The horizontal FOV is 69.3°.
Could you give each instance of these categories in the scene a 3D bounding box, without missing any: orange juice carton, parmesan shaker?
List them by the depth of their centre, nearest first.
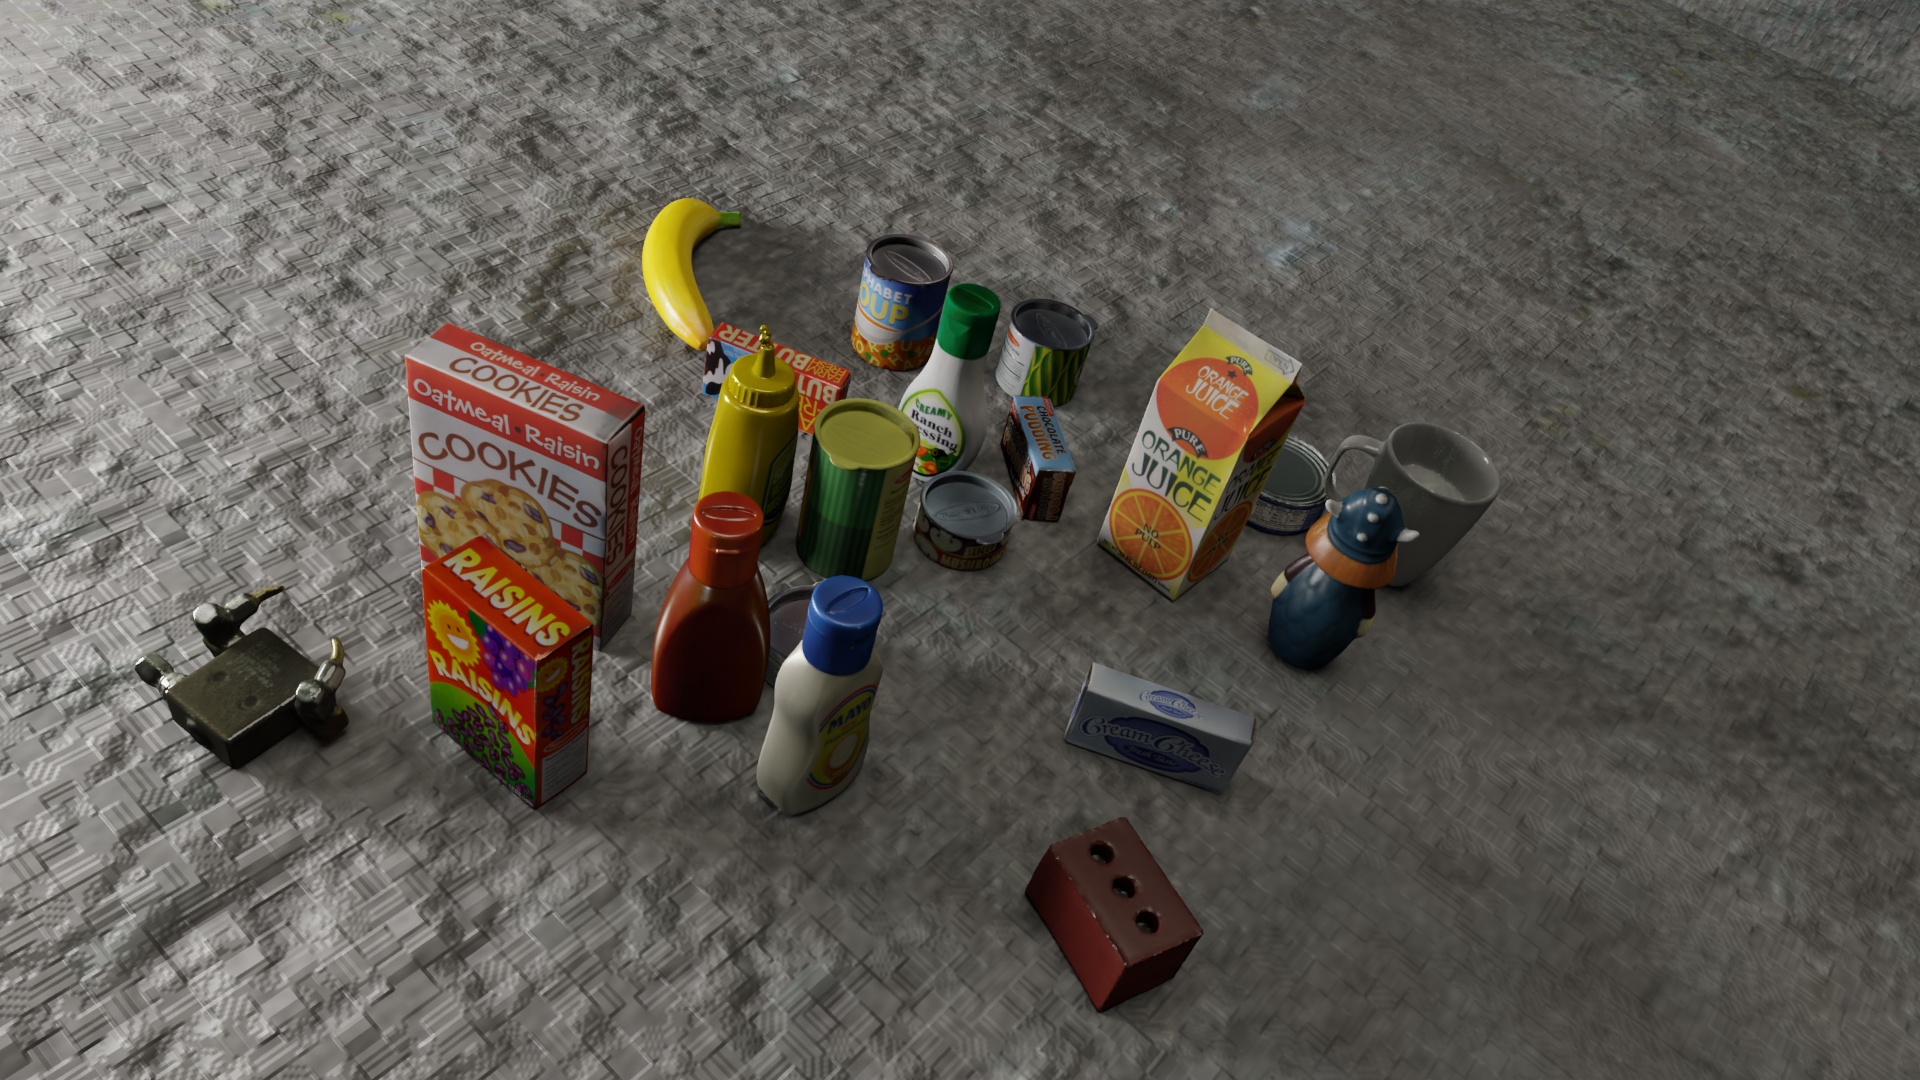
[{"bbox_3d":[-0.069,-0.029,0.885,0.071,0.102,0.072,9,43,-8],"label":"parmesan shaker"},{"bbox_3d":[0.163,-0.059,0.921,0.072,0.191,0.073,39,47,23],"label":"orange juice carton"}]

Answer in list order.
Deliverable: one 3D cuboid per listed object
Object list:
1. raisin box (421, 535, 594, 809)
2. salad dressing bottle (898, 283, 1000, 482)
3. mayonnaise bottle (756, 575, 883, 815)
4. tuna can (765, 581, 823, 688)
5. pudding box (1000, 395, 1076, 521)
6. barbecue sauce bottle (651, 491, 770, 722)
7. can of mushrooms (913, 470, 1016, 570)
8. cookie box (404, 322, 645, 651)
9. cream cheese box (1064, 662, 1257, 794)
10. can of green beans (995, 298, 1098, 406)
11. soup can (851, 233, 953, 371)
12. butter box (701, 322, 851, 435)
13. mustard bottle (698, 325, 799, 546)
[{"bbox_3d":[-0.233,0.069,0.717,0.086,0.122,0.040,35,46,19],"label":"raisin box"},{"bbox_3d":[-0.006,-0.106,0.953,0.064,0.146,0.044,30,44,14],"label":"salad dressing bottle"},{"bbox_3d":[-0.071,0.082,0.735,0.041,0.147,0.065,40,48,24],"label":"mayonnaise bottle"},{"bbox_3d":[-0.089,0.060,0.837,0.071,0.032,0.071,9,43,-8],"label":"tuna can"},{"bbox_3d":[0.055,-0.060,0.994,0.030,0.049,0.084,1,44,-16],"label":"pudding box"},{"bbox_3d":[-0.134,0.039,0.761,0.065,0.147,0.044,4,44,-13],"label":"barbecue sauce bottle"},{"bbox_3d":[0.003,-0.012,0.940,0.071,0.033,0.071,9,43,-8],"label":"can of mushrooms"},{"bbox_3d":[-0.244,-0.027,0.783,0.123,0.166,0.040,23,43,7],"label":"cookie box"},{"bbox_3d":[0.118,0.113,0.829,0.104,0.053,0.024,19,43,3],"label":"cream cheese box"},{"bbox_3d":[0.065,-0.146,1.081,0.071,0.057,0.071,9,43,-8],"label":"can of green beans"},{"bbox_3d":[-0.048,-0.181,1.065,0.071,0.083,0.072,9,43,-8],"label":"soup can"},{"bbox_3d":[-0.131,-0.113,0.991,0.103,0.052,0.024,21,43,5],"label":"butter box"},{"bbox_3d":[-0.128,-0.065,0.863,0.049,0.159,0.066,22,43,7],"label":"mustard bottle"}]
